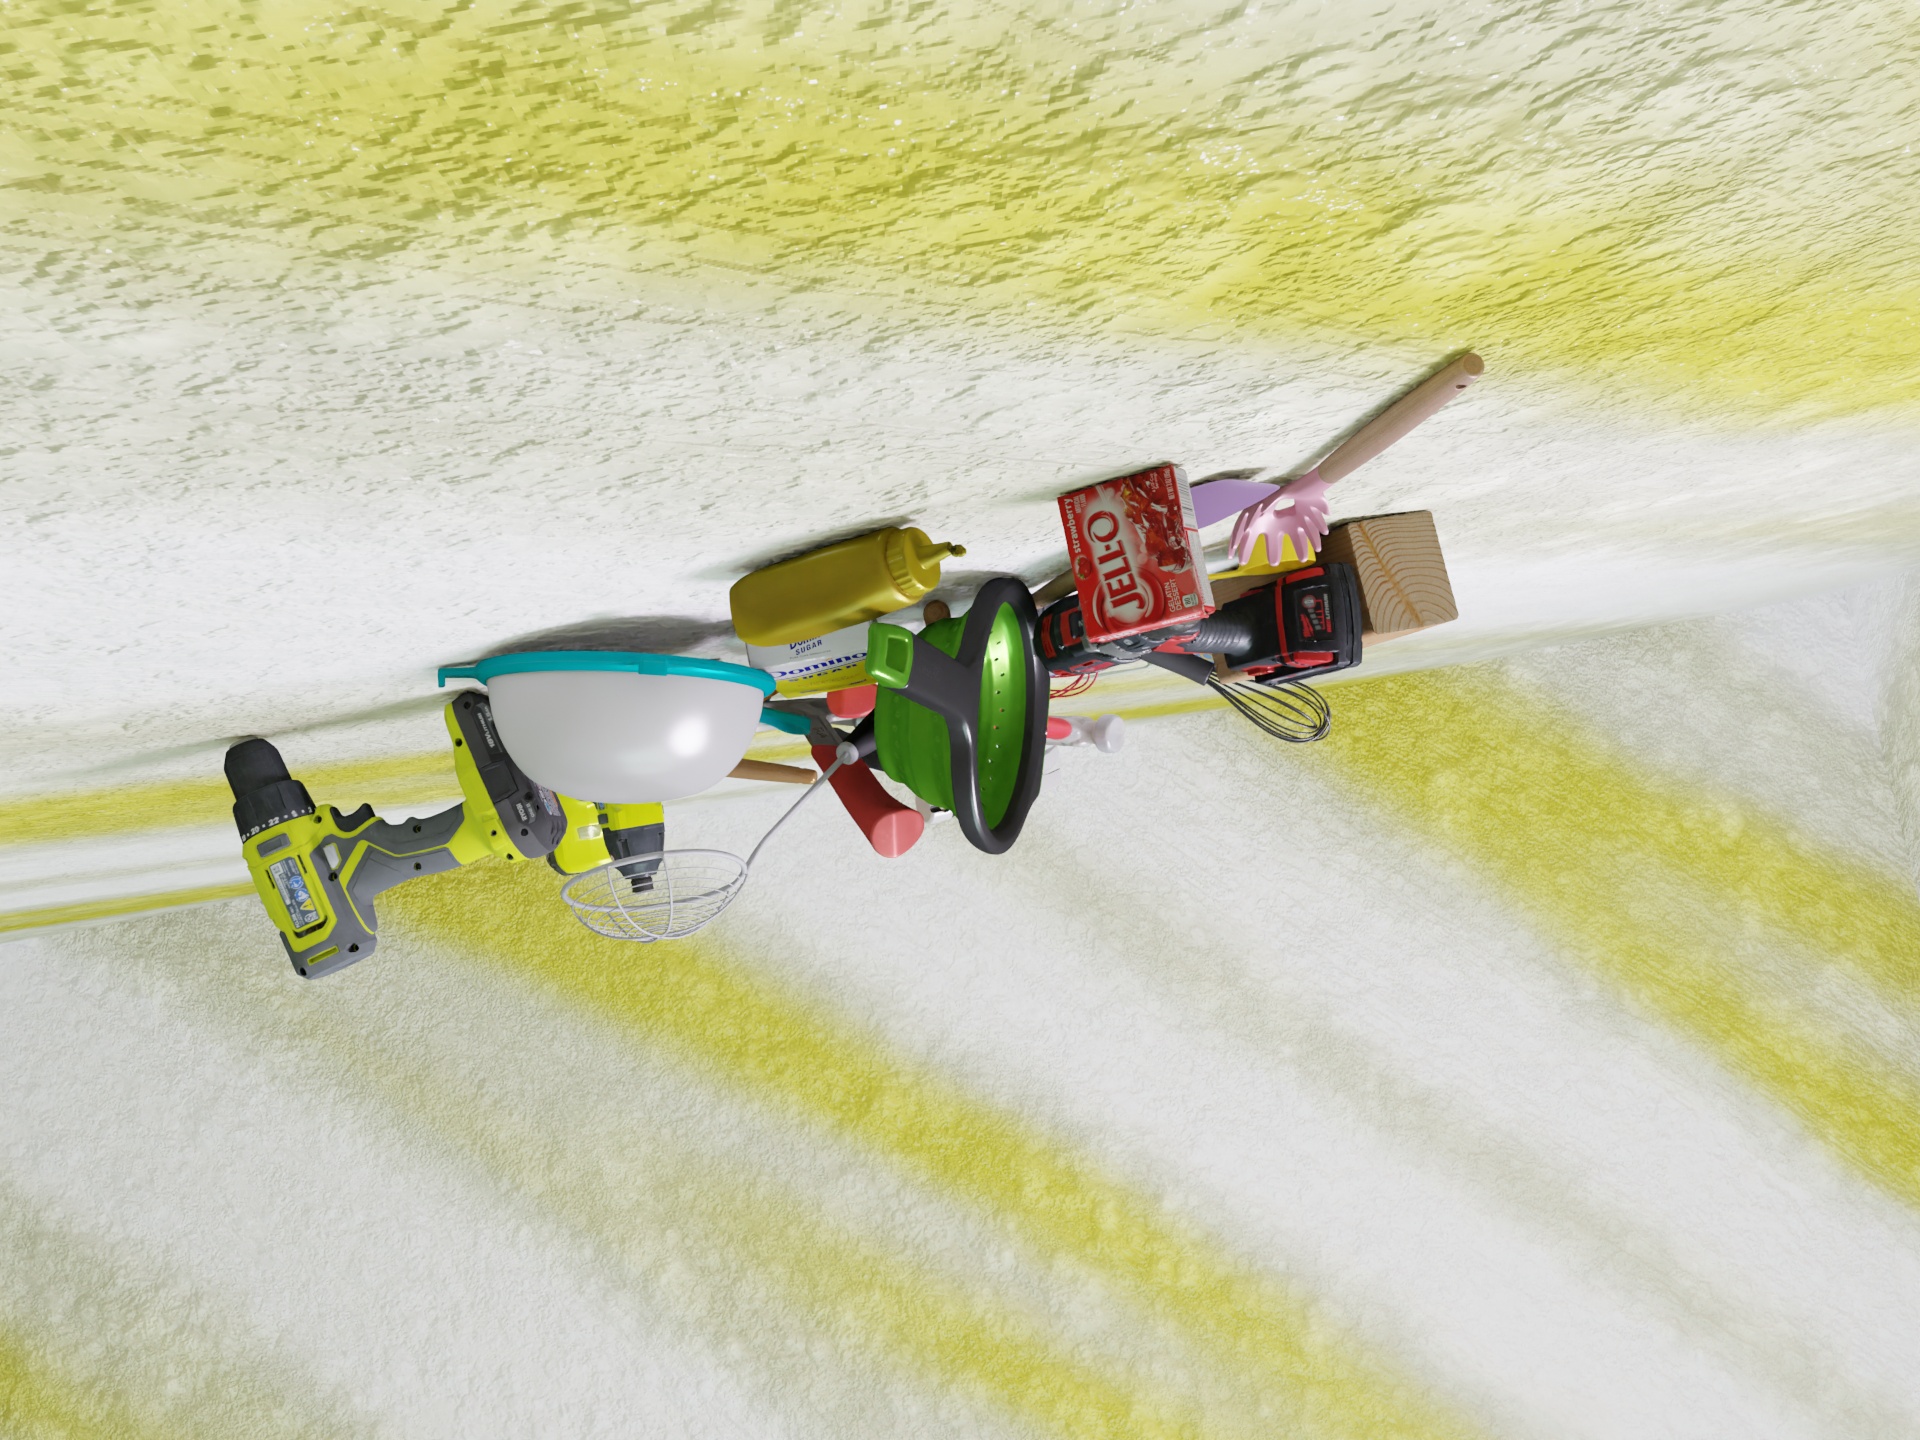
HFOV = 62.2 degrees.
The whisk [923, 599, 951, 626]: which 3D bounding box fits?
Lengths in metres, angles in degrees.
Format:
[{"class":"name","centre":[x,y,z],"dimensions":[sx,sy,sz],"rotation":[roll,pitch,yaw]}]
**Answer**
[{"class":"whisk","centre":[-0.011,-0.063,1.328],"dimensions":[0.051,0.047,0.245],"rotation":[-10,172,0]}]

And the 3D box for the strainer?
[{"class":"strainer","centre":[-0.210,0.019,1.186],"dimensions":[0.211,0.095,0.340],"rotation":[-2,172,26]}]

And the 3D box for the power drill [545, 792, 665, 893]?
[{"class":"power drill","centre":[-0.352,0.088,1.571],"dimensions":[0.080,0.171,0.223],"rotation":[-8,178,-29]}]

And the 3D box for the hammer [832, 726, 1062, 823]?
[{"class":"hammer","centre":[-0.044,0.038,1.460],"dimensions":[0.146,0.035,0.335],"rotation":[-14,-167,-28]}]

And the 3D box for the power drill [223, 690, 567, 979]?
[{"class":"power drill","centre":[-0.440,0.068,1.224],"dimensions":[0.228,0.190,0.080],"rotation":[-25,175,-3]}]

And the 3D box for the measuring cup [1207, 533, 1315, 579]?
[{"class":"measuring cup","centre":[0.193,-0.123,1.219],"dimensions":[0.156,0.029,0.062],"rotation":[-6,176,26]}]

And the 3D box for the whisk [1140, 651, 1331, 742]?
[{"class":"whisk","centre":[0.223,-0.043,1.433],"dimensions":[0.239,0.055,0.055],"rotation":[26,-177,12]}]

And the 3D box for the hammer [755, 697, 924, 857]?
[{"class":"hammer","centre":[-0.108,0.039,1.332],"dimensions":[0.149,0.036,0.359],"rotation":[-6,-163,-14]}]

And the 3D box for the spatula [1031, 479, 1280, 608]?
[{"class":"spatula","centre":[0.115,-0.119,1.104],"dimensions":[0.059,0.018,0.316],"rotation":[3,170,-21]}]

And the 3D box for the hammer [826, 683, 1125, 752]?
[{"class":"hammer","centre":[-0.002,-0.005,1.467],"dimensions":[0.143,0.038,0.386],"rotation":[3,177,35]}]

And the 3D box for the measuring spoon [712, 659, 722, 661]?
[{"class":"measuring spoon","centre":[-0.227,-0.042,1.257],"dimensions":[0.021,0.011,0.117],"rotation":[-14,174,29]}]

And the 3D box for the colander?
[{"class":"colander","centre":[-0.028,-0.017,1.108],"dimensions":[0.094,0.204,0.397],"rotation":[4,173,17]}]

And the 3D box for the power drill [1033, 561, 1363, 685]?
[{"class":"power drill","centre":[0.188,-0.074,1.171],"dimensions":[0.226,0.080,0.188],"rotation":[-2,173,-25]}]

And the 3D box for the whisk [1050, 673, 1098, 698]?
[{"class":"whisk","centre":[0.028,-0.045,1.547],"dimensions":[0.073,0.073,0.296],"rotation":[-7,178,-41]}]

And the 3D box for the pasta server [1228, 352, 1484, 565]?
[{"class":"pasta server","centre":[0.228,-0.147,0.936],"dimensions":[0.060,0.040,0.316],"rotation":[1,172,-9]}]

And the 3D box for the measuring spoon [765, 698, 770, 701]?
[{"class":"measuring spoon","centre":[-0.215,-0.020,1.476],"dimensions":[0.042,0.021,0.128],"rotation":[-13,175,21]}]

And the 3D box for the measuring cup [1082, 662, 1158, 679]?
[{"class":"measuring cup","centre":[0.195,-0.074,1.701],"dimensions":[0.167,0.038,0.083],"rotation":[-12,175,35]}]

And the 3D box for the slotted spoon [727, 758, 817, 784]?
[{"class":"slotted spoon","centre":[-0.282,0.033,1.434],"dimensions":[0.314,0.031,0.070],"rotation":[6,177,8]}]

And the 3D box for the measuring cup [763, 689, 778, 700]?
[{"class":"measuring cup","centre":[-0.200,-0.014,1.356],"dimensions":[0.173,0.095,0.052],"rotation":[-30,180,-34]}]

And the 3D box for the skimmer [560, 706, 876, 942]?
[{"class":"skimmer","centre":[-0.141,0.040,1.190],"dimensions":[0.363,0.090,0.127],"rotation":[-47,-177,-37]}]
